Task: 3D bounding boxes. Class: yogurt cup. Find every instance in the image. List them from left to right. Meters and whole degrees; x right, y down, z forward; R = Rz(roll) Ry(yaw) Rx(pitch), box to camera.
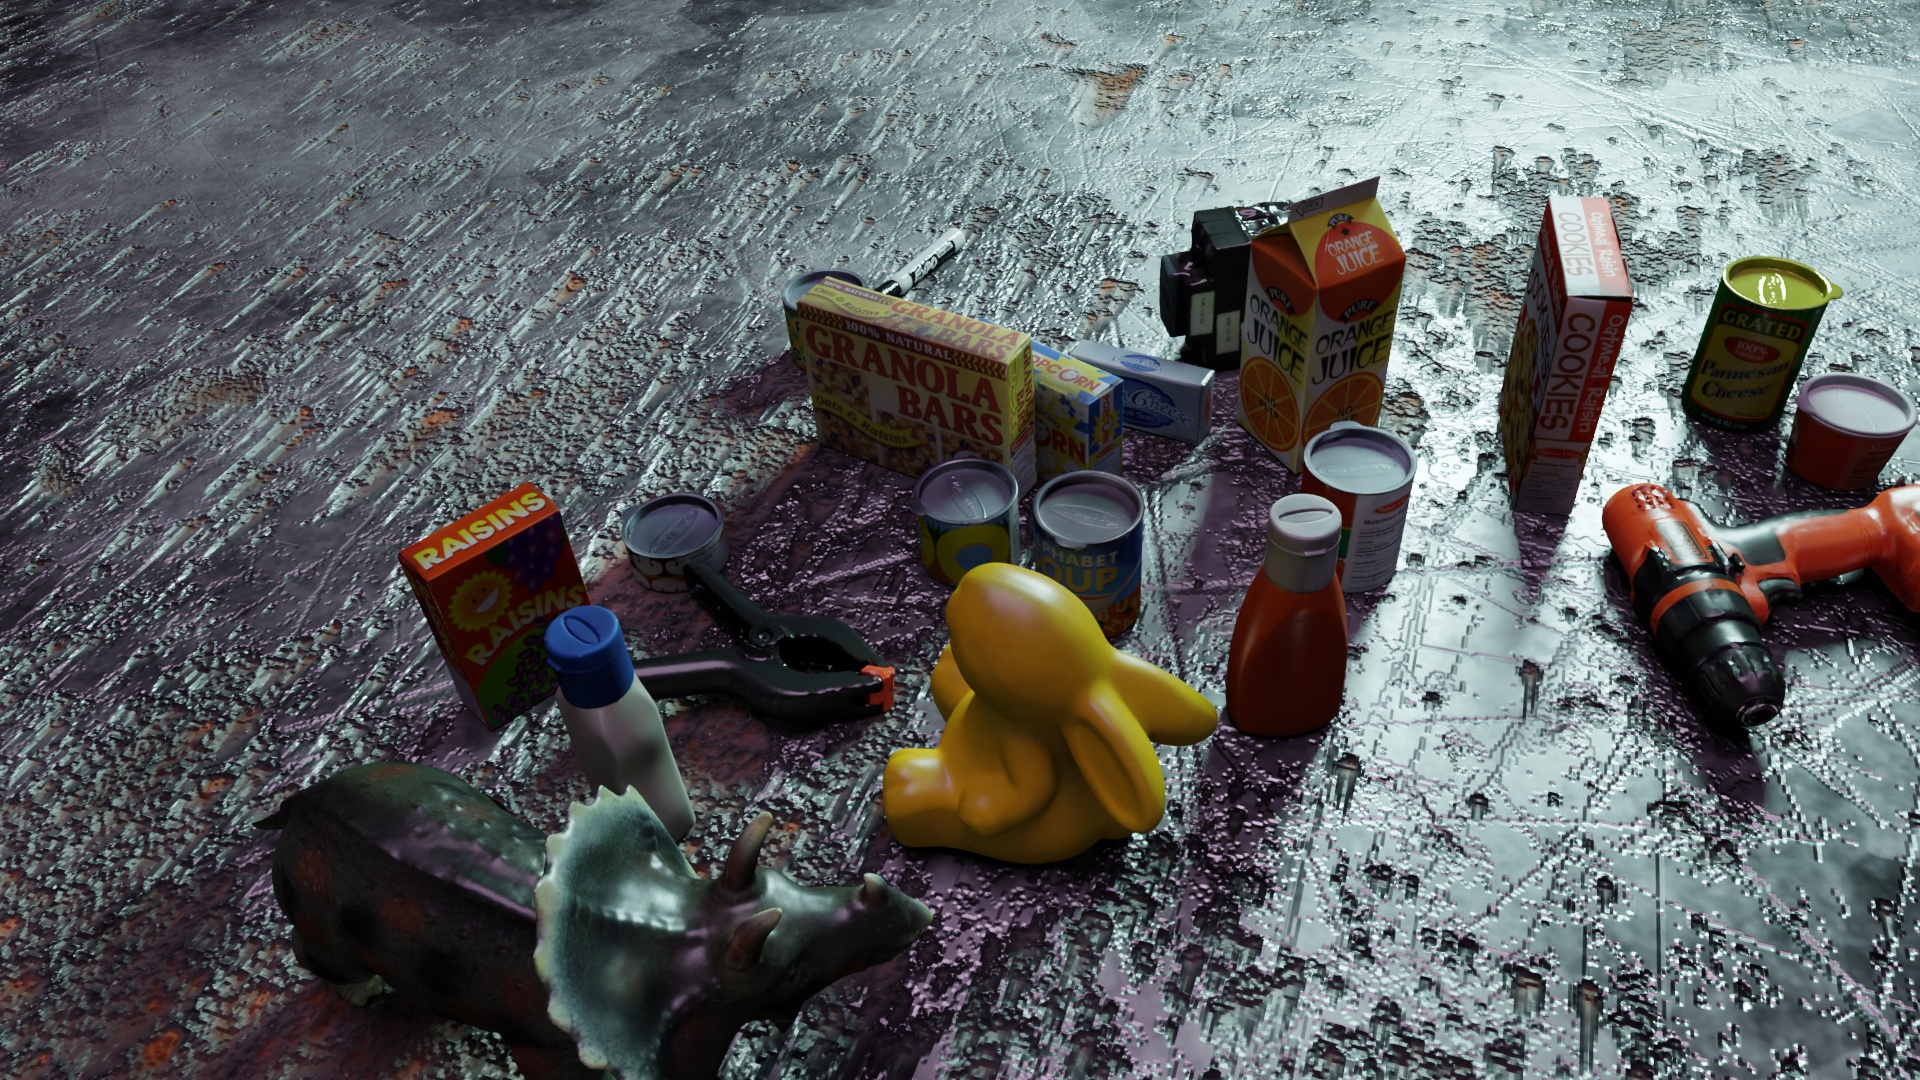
[{"bbox_3d":[0.579,-0.070,0.909,0.072,0.053,0.073,-3,42,2],"label":"yogurt cup"}]

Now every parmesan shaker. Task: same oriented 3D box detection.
[{"bbox_3d":[0.542,-0.131,0.945,0.071,0.102,0.072,-3,42,2],"label":"parmesan shaker"}]

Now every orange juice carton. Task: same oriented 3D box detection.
[{"bbox_3d":[0.239,-0.147,0.923,0.072,0.191,0.073,-21,44,-17],"label":"orange juice carton"}]

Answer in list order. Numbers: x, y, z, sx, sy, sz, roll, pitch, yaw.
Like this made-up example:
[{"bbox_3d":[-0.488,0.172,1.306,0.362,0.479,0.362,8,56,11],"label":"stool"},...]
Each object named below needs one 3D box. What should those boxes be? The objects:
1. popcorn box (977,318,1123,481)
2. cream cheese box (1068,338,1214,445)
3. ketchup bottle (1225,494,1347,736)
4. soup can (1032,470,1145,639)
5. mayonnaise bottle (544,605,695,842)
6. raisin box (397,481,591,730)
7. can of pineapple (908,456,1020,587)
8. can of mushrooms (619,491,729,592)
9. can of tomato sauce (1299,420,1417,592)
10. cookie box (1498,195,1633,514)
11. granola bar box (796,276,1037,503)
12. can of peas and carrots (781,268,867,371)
[{"bbox_3d":[0.051,-0.092,0.958,0.127,0.084,0.038,29,52,32],"label":"popcorn box"},{"bbox_3d":[0.128,-0.106,0.991,0.104,0.053,0.024,17,46,23],"label":"cream cheese box"},{"bbox_3d":[0.179,0.043,0.748,0.065,0.148,0.044,-8,42,-3],"label":"ketchup bottle"},{"bbox_3d":[0.076,0.012,0.841,0.071,0.083,0.072,-3,42,2],"label":"soup can"},{"bbox_3d":[-0.178,0.098,0.719,0.065,0.147,0.041,30,52,33],"label":"mayonnaise bottle"},{"bbox_3d":[-0.264,0.039,0.812,0.086,0.122,0.040,-33,49,-28],"label":"raisin box"},{"bbox_3d":[0.003,-0.011,0.893,0.071,0.057,0.071,-3,42,2],"label":"can of pineapple"},{"bbox_3d":[-0.189,0.000,0.915,0.071,0.033,0.071,-3,42,2],"label":"can of mushrooms"},{"bbox_3d":[0.242,-0.020,0.862,0.071,0.082,0.071,-3,42,2],"label":"can of tomato sauce"},{"bbox_3d":[0.388,-0.119,0.897,0.040,0.166,0.123,5,43,11],"label":"cookie box"},{"bbox_3d":[-0.028,-0.101,0.946,0.166,0.123,0.039,20,47,25],"label":"granola bar box"},{"bbox_3d":[-0.103,-0.168,1.078,0.071,0.058,0.071,-3,42,2],"label":"can of peas and carrots"}]
